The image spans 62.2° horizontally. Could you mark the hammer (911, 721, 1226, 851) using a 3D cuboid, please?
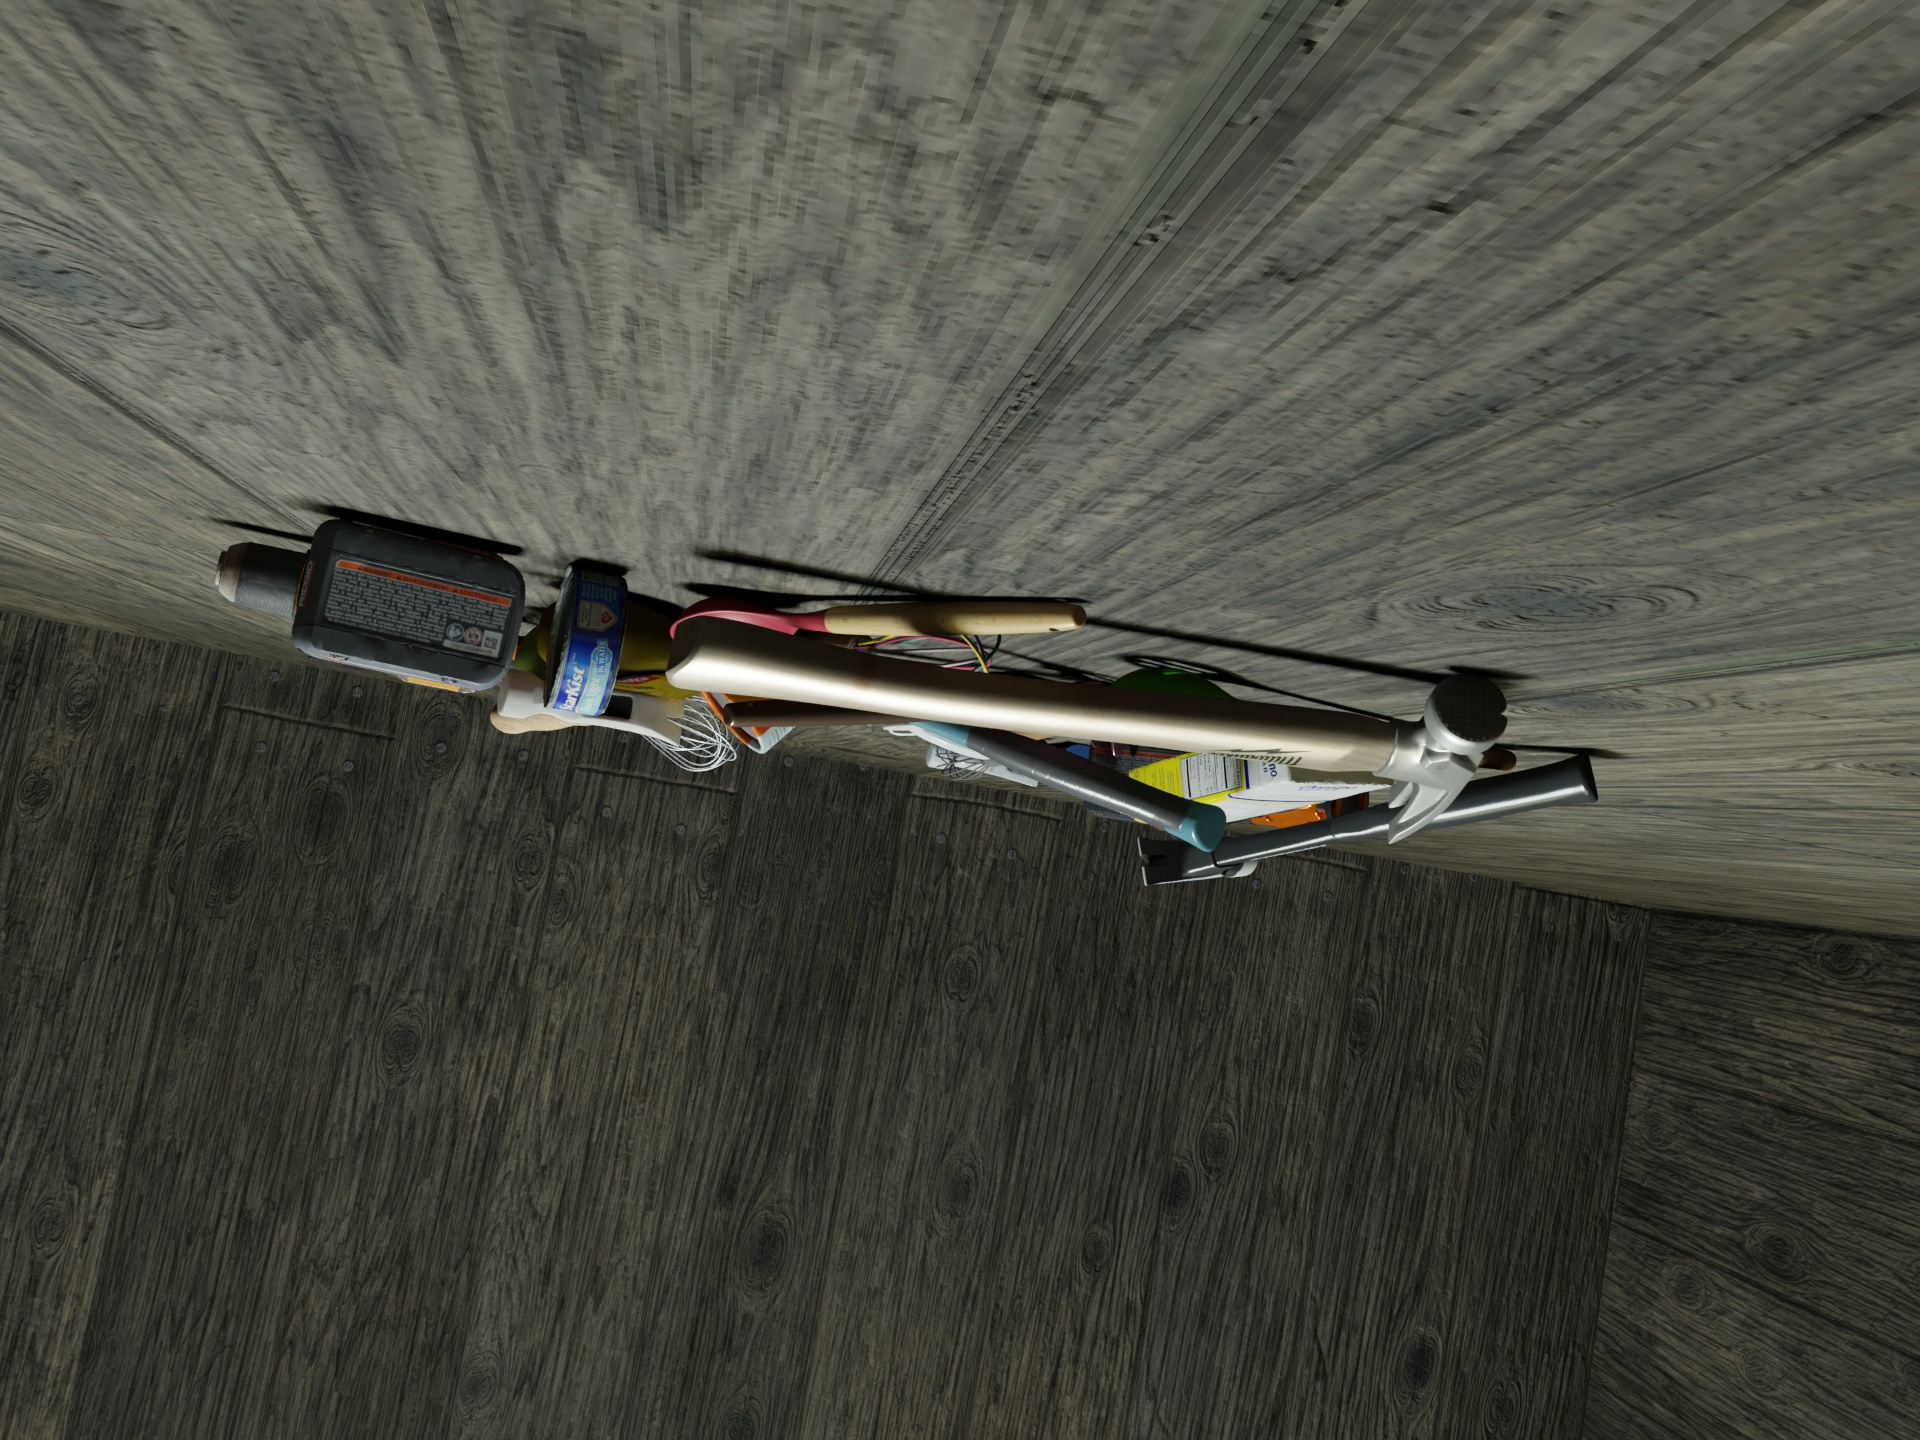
[{"bbox_3d":[0.021,0.015,1.079,0.331,0.033,0.128,21,175,17],"label":"hammer"}]

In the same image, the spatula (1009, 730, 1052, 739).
[{"bbox_3d":[0.040,0.003,1.426,0.082,0.044,0.317,12,170,-22],"label":"spatula"}]

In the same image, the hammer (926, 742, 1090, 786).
[{"bbox_3d":[0.077,0.049,1.832,0.144,0.035,0.405,11,175,-14],"label":"hammer"}]

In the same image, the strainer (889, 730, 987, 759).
[{"bbox_3d":[0.037,0.024,1.316,0.259,0.050,0.086,22,170,43],"label":"strainer"}]

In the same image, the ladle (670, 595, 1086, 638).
[{"bbox_3d":[-0.053,-0.054,0.864,0.069,0.031,0.315,14,172,-44],"label":"ladle"}]

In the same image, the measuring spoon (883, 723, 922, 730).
[{"bbox_3d":[-0.002,-0.004,1.293,0.124,0.018,0.034,-4,170,6],"label":"measuring spoon"}]

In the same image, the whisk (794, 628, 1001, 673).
[{"bbox_3d":[-0.049,-0.044,0.947,0.047,0.051,0.245,37,166,-29],"label":"whisk"}]

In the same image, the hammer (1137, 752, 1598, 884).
[{"bbox_3d":[0.273,0.071,1.089,0.146,0.035,0.335,1,166,-45],"label":"hammer"}]

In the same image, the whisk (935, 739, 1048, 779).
[{"bbox_3d":[0.034,0.036,1.740,0.055,0.055,0.239,12,170,-24],"label":"whisk"}]

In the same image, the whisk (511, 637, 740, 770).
[{"bbox_3d":[-0.320,-0.022,1.465,0.285,0.070,0.070,22,-179,24],"label":"whisk"}]

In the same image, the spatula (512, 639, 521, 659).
[{"bbox_3d":[-0.308,-0.060,1.399,0.322,0.041,0.081,8,178,-44],"label":"spatula"}]

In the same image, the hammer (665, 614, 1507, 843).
[{"bbox_3d":[0.055,-0.001,0.823,0.410,0.038,0.146,8,155,1],"label":"hammer"}]

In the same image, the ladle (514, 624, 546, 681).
[{"bbox_3d":[-0.196,-0.032,1.281,0.320,0.062,0.078,9,176,-24],"label":"ladle"}]

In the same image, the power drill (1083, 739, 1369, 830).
[{"bbox_3d":[0.208,0.052,1.320,0.226,0.084,0.164,8,178,-40],"label":"power drill"}]

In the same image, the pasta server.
[{"bbox_3d":[-0.006,-0.002,0.979,0.316,0.040,0.060,-2,-151,-38],"label":"pasta server"}]

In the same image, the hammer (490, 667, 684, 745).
[{"bbox_3d":[-0.294,-0.006,1.161,0.130,0.031,0.331,10,175,-25],"label":"hammer"}]

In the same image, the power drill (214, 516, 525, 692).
[{"bbox_3d":[-0.363,-0.075,0.975,0.185,0.084,0.226,13,179,-21],"label":"power drill"}]

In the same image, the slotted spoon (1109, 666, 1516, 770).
[{"bbox_3d":[0.224,0.003,0.980,0.313,0.031,0.070,10,176,-26],"label":"slotted spoon"}]
